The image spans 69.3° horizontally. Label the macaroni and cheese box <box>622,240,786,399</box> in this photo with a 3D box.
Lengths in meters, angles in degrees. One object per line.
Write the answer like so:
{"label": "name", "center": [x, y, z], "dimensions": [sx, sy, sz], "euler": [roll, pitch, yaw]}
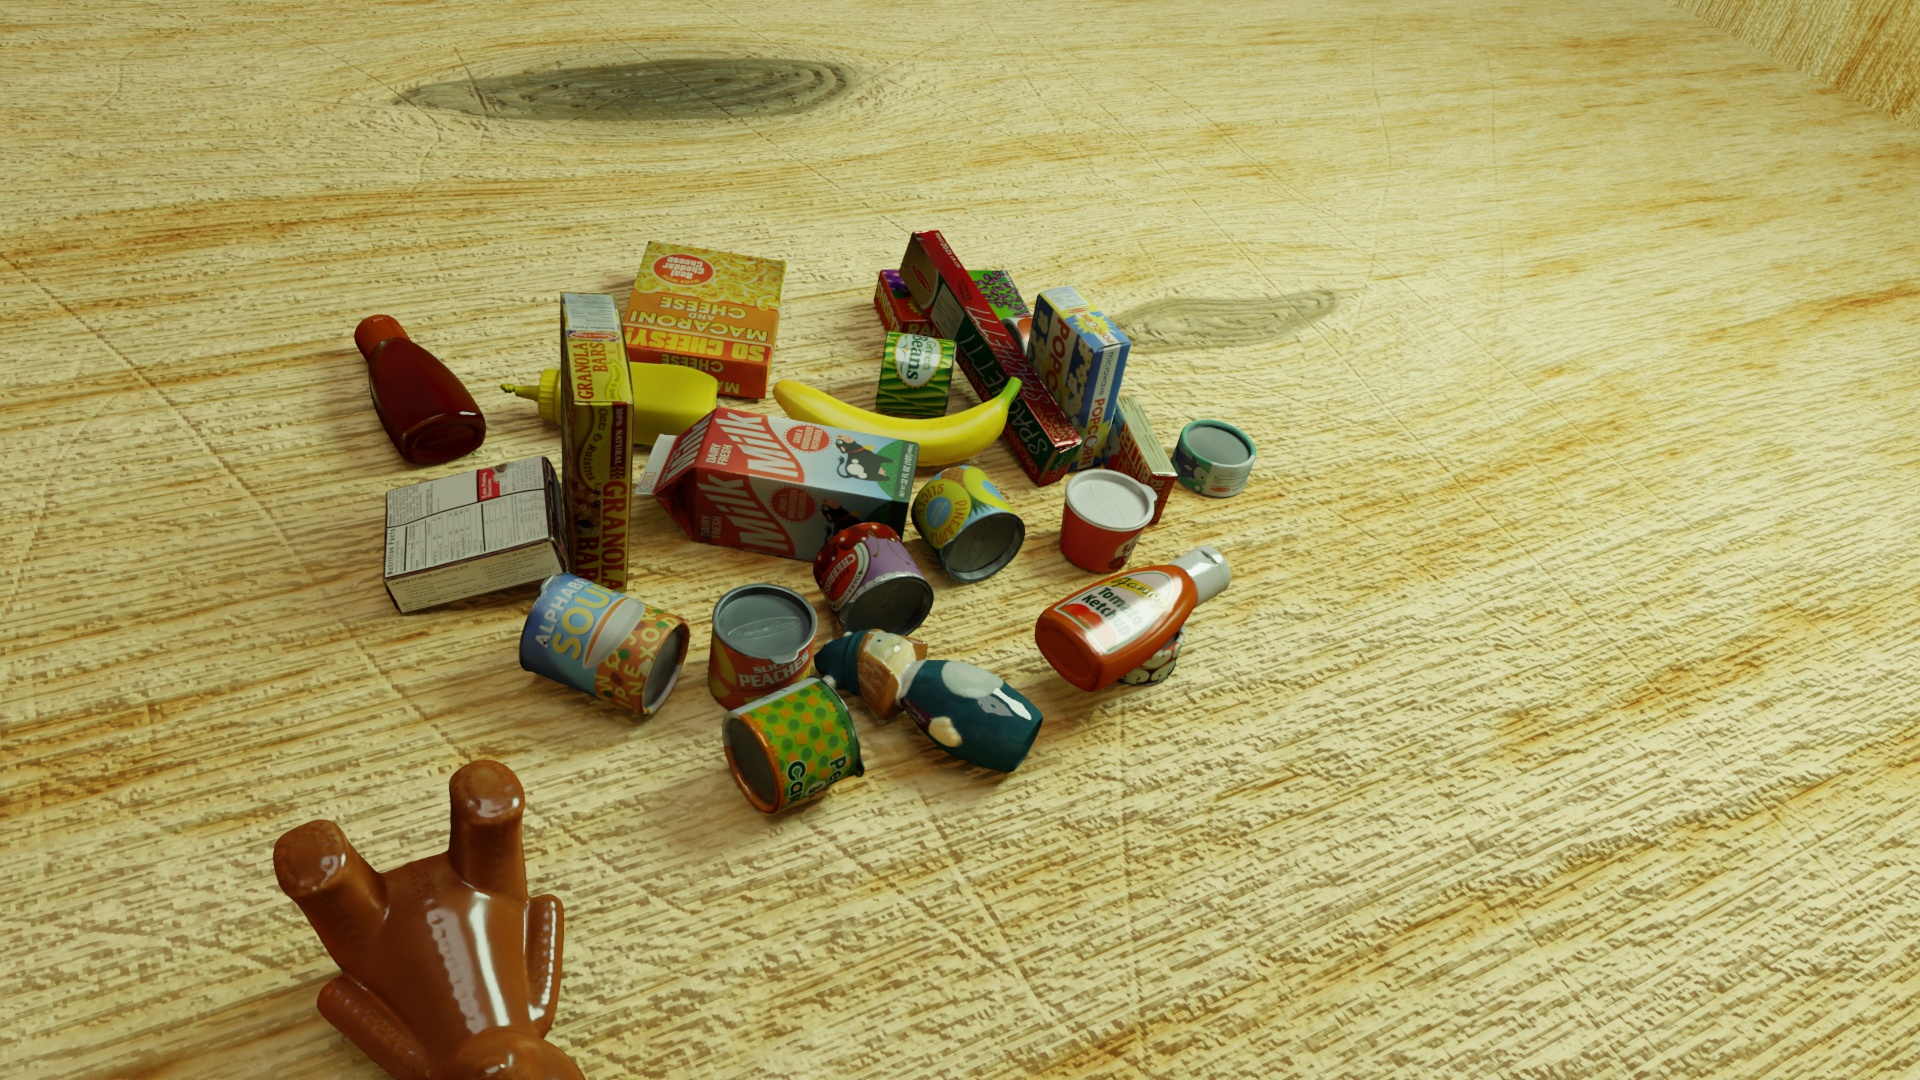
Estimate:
{"label": "macaroni and cheese box", "center": [-0.216, -0.187, 1.172], "dimensions": [0.124, 0.040, 0.167], "euler": [7, 41, -7]}

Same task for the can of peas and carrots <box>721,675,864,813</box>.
{"label": "can of peas and carrots", "center": [-0.101, 0.124, 0.830], "dimensions": [0.059, 0.070, 0.071], "euler": [-22, 51, -32]}

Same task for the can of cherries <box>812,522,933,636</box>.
{"label": "can of cherries", "center": [-0.062, 0.029, 0.944], "dimensions": [0.072, 0.071, 0.058], "euler": [-11, 46, -25]}

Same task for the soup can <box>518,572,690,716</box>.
{"label": "soup can", "center": [-0.220, 0.063, 0.863], "dimensions": [0.084, 0.071, 0.072], "euler": [20, 41, 8]}

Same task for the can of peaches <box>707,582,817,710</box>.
{"label": "can of peaches", "center": [-0.127, 0.072, 0.888], "dimensions": [0.071, 0.057, 0.071], "euler": [8, 41, -7]}

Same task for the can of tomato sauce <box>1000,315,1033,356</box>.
{"label": "can of tomato sauce", "center": [0.079, -0.163, 1.200], "dimensions": [0.083, 0.070, 0.071], "euler": [-9, 45, -22]}

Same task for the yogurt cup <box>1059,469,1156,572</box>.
{"label": "yogurt cup", "center": [0.107, -0.013, 1.047], "dimensions": [0.072, 0.053, 0.073], "euler": [7, 41, -6]}

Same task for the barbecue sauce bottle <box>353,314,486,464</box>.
{"label": "barbecue sauce bottle", "center": [-0.412, -0.117, 1.040], "dimensions": [0.065, 0.043, 0.149], "euler": [-19, 49, -32]}

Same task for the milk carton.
{"label": "milk carton", "center": [-0.131, -0.039, 1.001], "dimensions": [0.191, 0.073, 0.073], "euler": [11, 41, -2]}

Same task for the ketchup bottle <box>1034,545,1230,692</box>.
{"label": "ketchup bottle", "center": [0.122, 0.047, 0.939], "dimensions": [0.149, 0.043, 0.065], "euler": [-26, 53, -35]}

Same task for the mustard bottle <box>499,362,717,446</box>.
{"label": "mustard bottle", "center": [-0.268, -0.107, 1.061], "dimensions": [0.160, 0.048, 0.065], "euler": [6, 41, -7]}

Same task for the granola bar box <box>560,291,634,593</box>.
{"label": "granola bar box", "center": [-0.244, -0.064, 0.929], "dimensions": [0.039, 0.164, 0.125], "euler": [-3, 43, -18]}

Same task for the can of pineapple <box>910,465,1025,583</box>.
{"label": "can of pineapple", "center": [0.004, -0.013, 1.010], "dimensions": [0.071, 0.070, 0.058], "euler": [-13, 46, -27]}

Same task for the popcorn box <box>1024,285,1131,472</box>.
{"label": "popcorn box", "center": [0.089, -0.130, 1.120], "dimensions": [0.038, 0.126, 0.085], "euler": [-17, 49, -26]}

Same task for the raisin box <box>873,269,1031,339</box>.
{"label": "raisin box", "center": [-0.007, -0.206, 1.249], "dimensions": [0.123, 0.039, 0.086], "euler": [-3, 44, -20]}

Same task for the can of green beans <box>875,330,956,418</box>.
{"label": "can of green beans", "center": [-0.037, -0.136, 1.140], "dimensions": [0.058, 0.070, 0.071], "euler": [9, 41, -4]}

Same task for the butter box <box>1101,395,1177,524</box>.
{"label": "butter box", "center": [0.140, -0.066, 1.117], "dimensions": [0.024, 0.052, 0.104], "euler": [0, 43, -18]}

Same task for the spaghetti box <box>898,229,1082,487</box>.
{"label": "spaghetti box", "center": [0.021, -0.154, 1.150], "dimensions": [0.029, 0.050, 0.251], "euler": [-16, 61, -30]}

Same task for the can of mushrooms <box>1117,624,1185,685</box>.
{"label": "can of mushrooms", "center": [0.121, 0.068, 0.975], "dimensions": [0.071, 0.033, 0.071], "euler": [7, 43, -6]}

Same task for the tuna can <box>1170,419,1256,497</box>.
{"label": "tuna can", "center": [0.209, -0.071, 1.155], "dimensions": [0.071, 0.032, 0.071], "euler": [8, 41, -7]}
